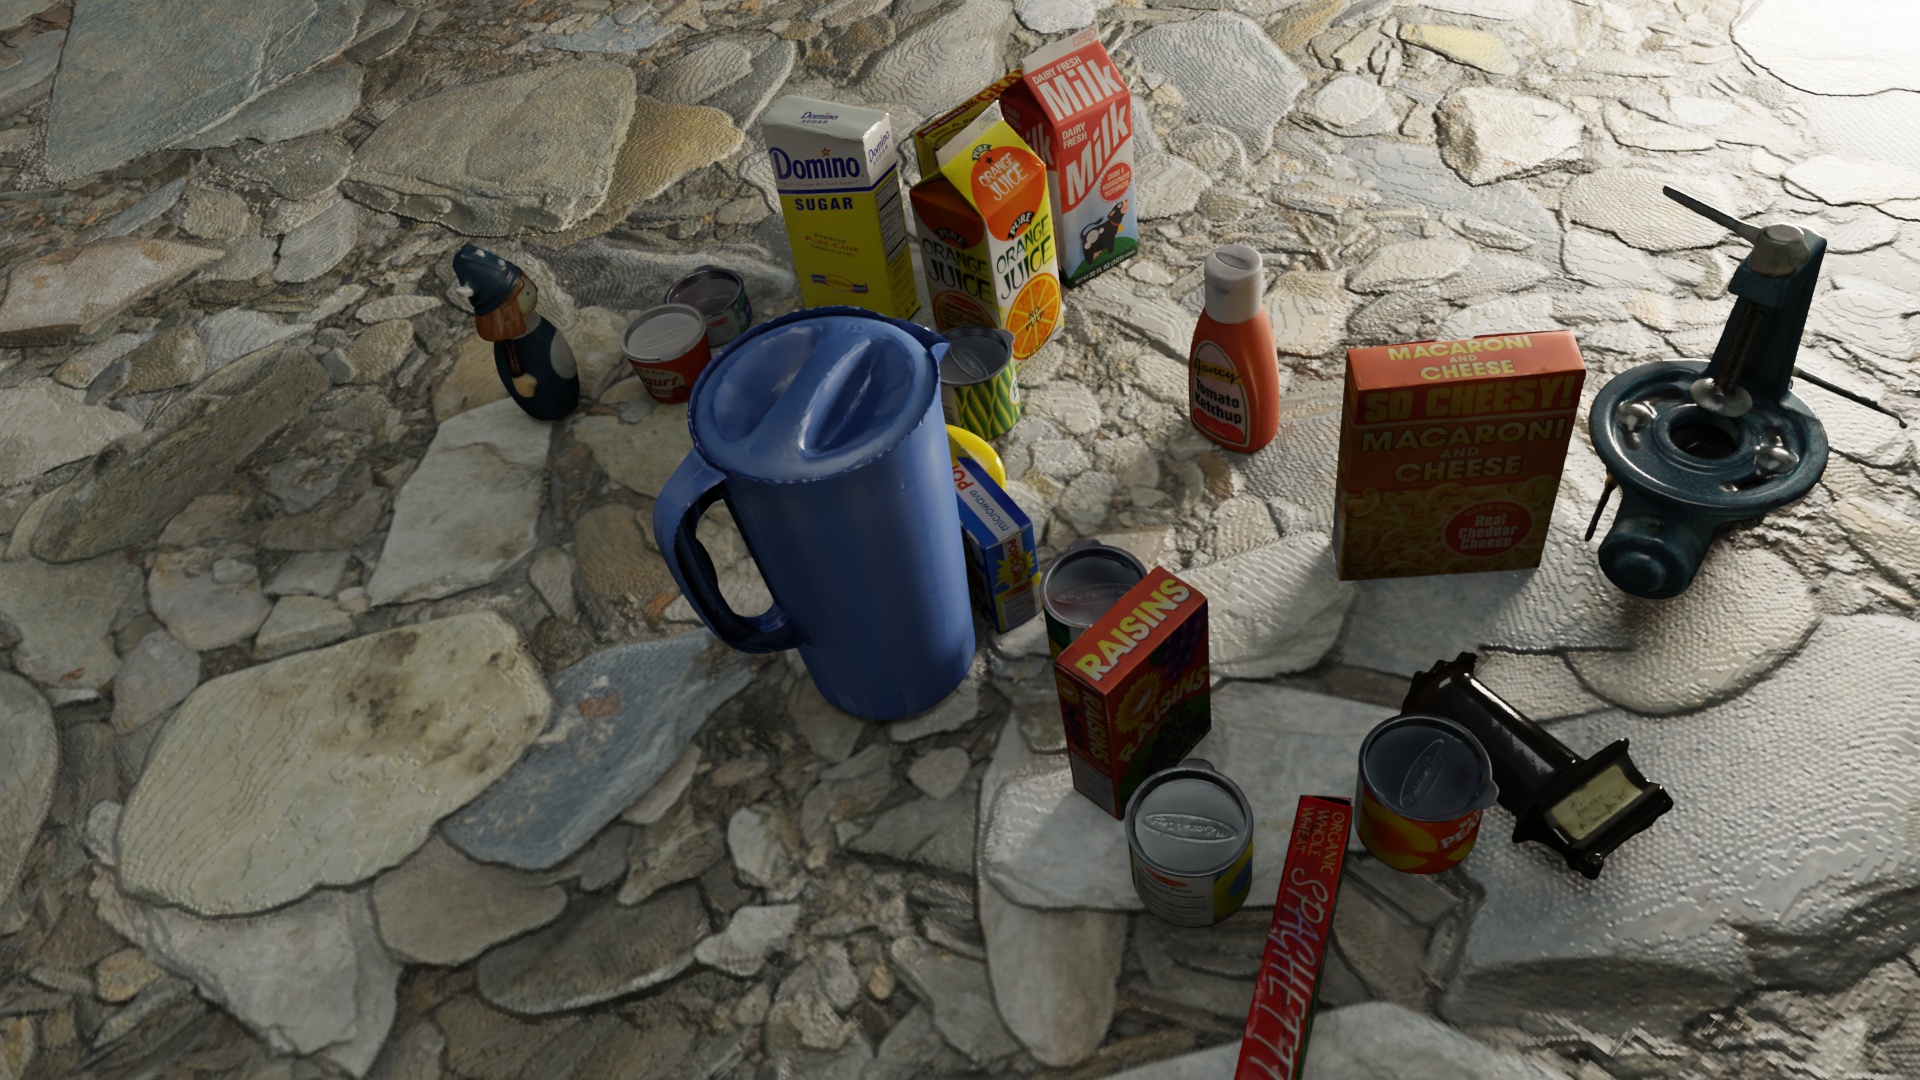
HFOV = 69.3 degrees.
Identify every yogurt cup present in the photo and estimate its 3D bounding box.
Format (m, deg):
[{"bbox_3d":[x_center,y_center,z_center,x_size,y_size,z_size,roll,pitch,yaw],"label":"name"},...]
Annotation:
[{"bbox_3d":[-0.226,-0.144,1.085,0.072,0.053,0.073,-5,48,6],"label":"yogurt cup"}]

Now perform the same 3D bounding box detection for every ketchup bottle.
[{"bbox_3d":[0.183,-0.128,0.928,0.065,0.148,0.044,33,62,33],"label":"ketchup bottle"}]

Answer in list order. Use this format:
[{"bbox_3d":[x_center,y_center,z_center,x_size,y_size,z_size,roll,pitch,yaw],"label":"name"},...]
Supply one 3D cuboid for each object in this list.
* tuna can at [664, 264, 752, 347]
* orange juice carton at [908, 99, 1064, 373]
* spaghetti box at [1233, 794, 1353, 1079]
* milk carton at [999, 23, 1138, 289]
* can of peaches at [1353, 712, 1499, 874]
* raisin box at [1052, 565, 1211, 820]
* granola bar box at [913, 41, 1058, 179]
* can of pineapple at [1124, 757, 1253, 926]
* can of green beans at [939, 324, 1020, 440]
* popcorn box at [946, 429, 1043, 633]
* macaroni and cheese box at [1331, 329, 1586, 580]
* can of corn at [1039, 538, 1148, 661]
[{"bbox_3d":[-0.206,-0.192,1.139,0.071,0.032,0.071,-5,48,6],"label":"tuna can"},{"bbox_3d":[0.019,-0.218,1.011,0.073,0.191,0.072,27,59,30],"label":"orange juice carton"},{"bbox_3d":[0.153,0.238,0.669,0.029,0.050,0.251,10,51,19],"label":"spaghetti box"},{"bbox_3d":[0.084,-0.298,1.072,0.072,0.189,0.073,-31,50,-17],"label":"milk carton"},{"bbox_3d":[0.246,0.136,0.738,0.071,0.057,0.071,-5,48,6],"label":"can of peaches"},{"bbox_3d":[0.098,0.085,0.768,0.086,0.122,0.040,-40,53,-23],"label":"raisin box"},{"bbox_3d":[0.042,-0.314,1.139,0.166,0.123,0.039,-39,53,-22],"label":"granola bar box"},{"bbox_3d":[0.123,0.162,0.739,0.071,0.057,0.071,-5,48,6],"label":"can of pineapple"},{"bbox_3d":[0.008,-0.114,1.010,0.071,0.057,0.071,-5,48,6],"label":"can of green beans"},{"bbox_3d":[0.003,-0.011,0.900,0.038,0.084,0.127,-29,49,-14],"label":"popcorn box"},{"bbox_3d":[0.288,-0.047,0.822,0.124,0.165,0.040,-5,48,7],"label":"macaroni and cheese box"},{"bbox_3d":[0.084,0.044,0.853,0.071,0.058,0.071,-5,48,6],"label":"can of corn"}]
